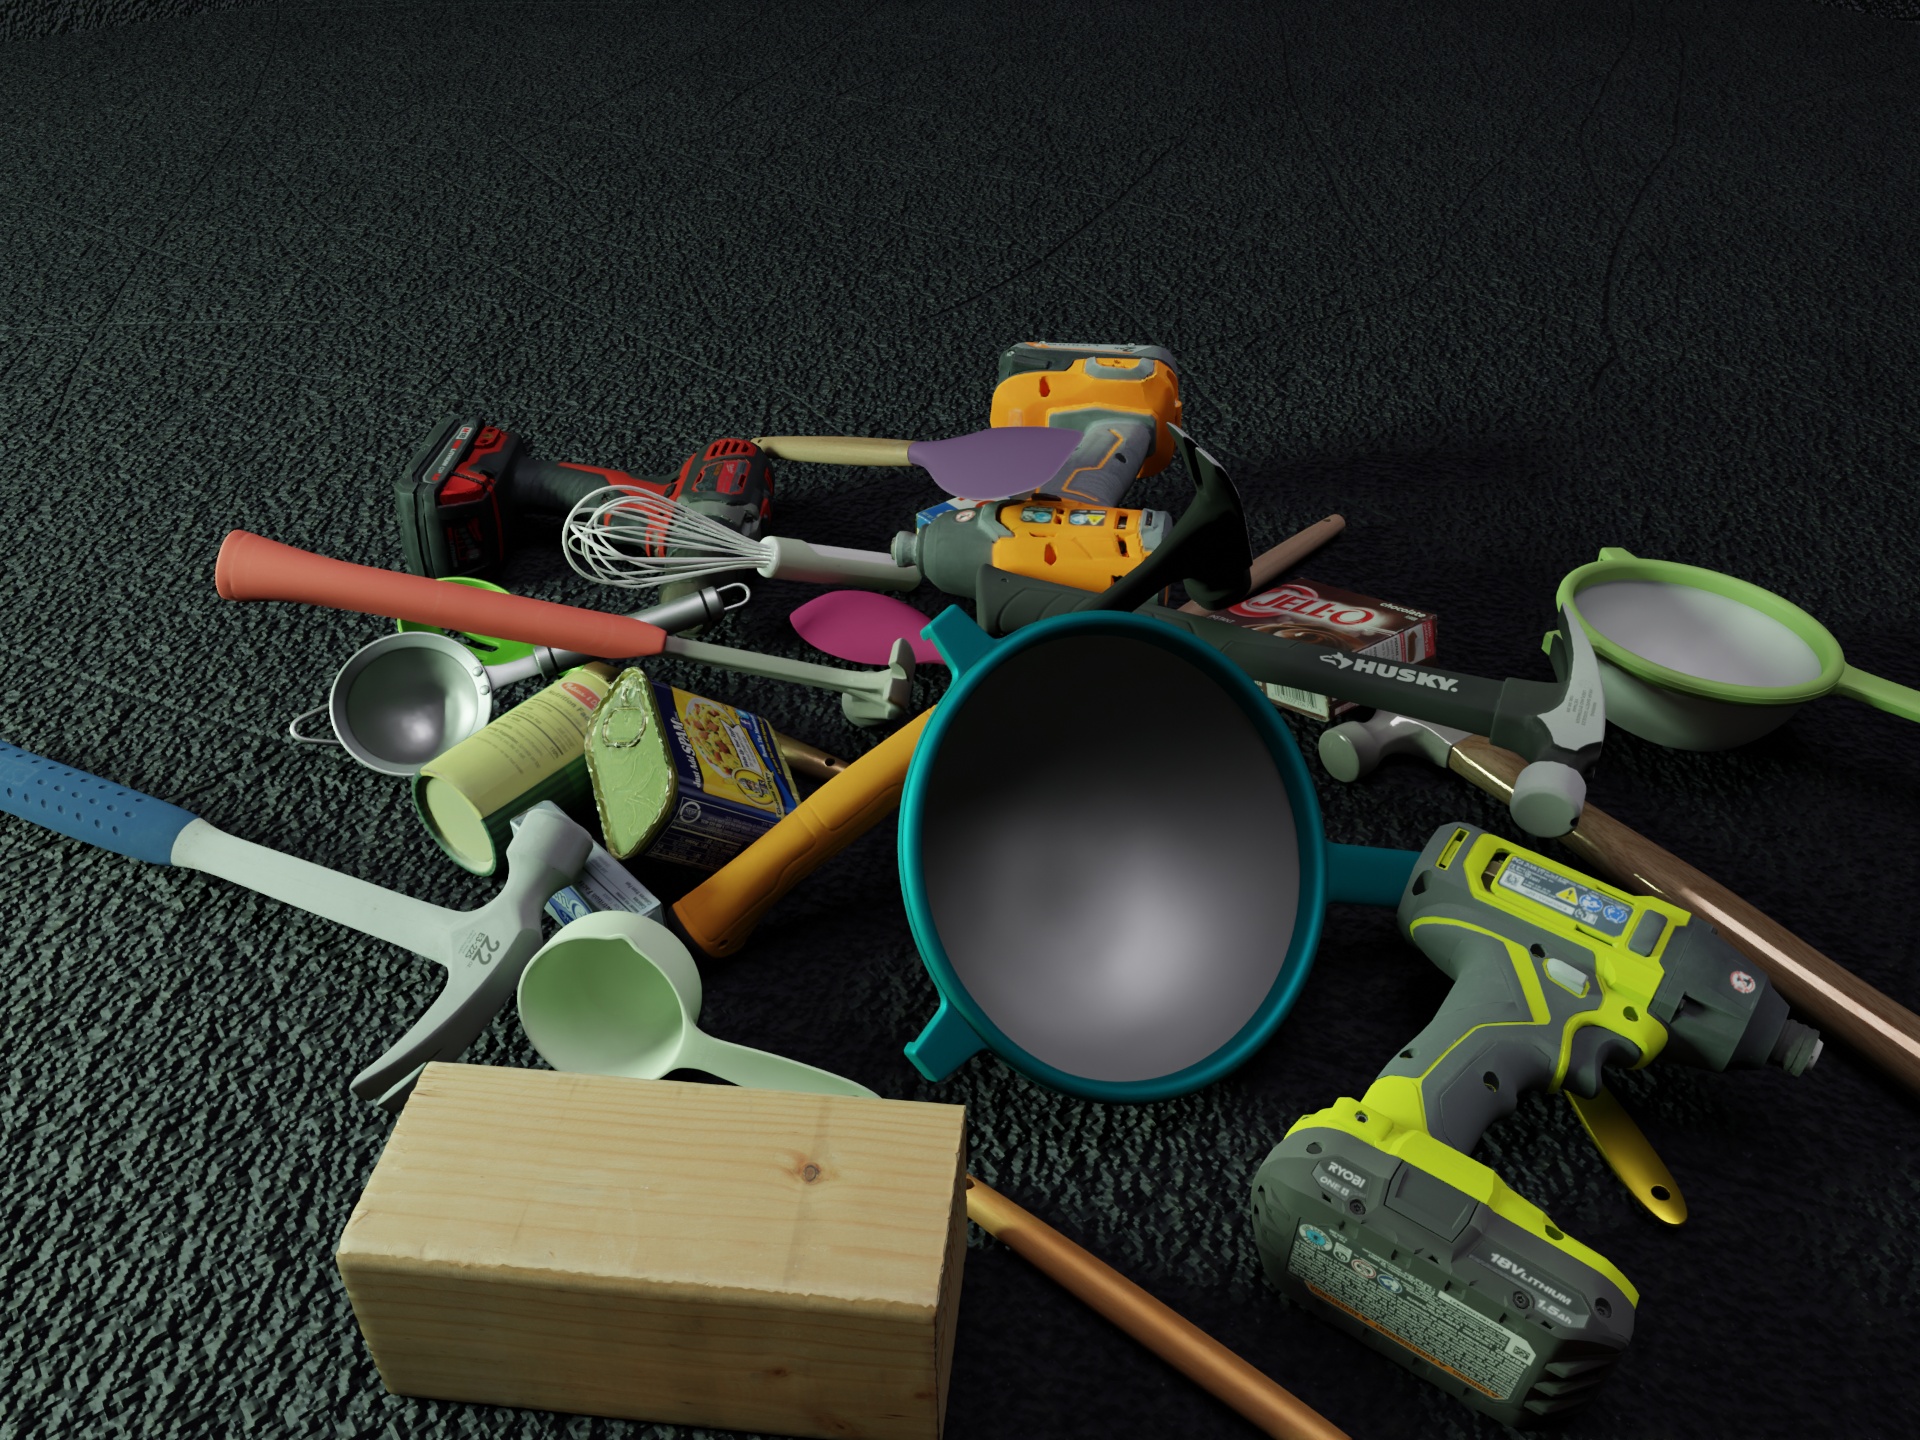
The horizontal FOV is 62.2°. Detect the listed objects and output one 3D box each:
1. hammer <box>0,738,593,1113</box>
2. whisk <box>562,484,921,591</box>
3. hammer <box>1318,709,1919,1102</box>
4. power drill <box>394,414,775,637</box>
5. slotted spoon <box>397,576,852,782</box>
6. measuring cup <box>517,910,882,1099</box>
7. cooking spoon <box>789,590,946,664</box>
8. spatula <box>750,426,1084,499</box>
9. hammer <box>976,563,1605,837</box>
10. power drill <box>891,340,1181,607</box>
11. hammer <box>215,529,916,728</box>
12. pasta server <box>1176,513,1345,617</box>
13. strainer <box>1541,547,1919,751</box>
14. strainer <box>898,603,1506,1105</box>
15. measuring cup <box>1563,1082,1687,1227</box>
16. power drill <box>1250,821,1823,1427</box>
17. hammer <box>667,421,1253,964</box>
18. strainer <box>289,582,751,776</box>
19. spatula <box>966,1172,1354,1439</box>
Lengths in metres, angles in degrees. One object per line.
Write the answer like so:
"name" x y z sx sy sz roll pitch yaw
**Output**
"hammer" -0.374 0.067 0.777 0.406 0.035 0.144 14 63 25
"whisk" -0.121 -0.099 0.946 0.246 0.059 0.058 3 25 -40
"hammer" 0.341 0.073 0.790 0.130 0.031 0.332 -23 43 -26
"power drill" -0.237 -0.121 1.017 0.226 0.080 0.188 4 38 0
"slotted spoon" -0.195 -0.018 0.918 0.314 0.031 0.070 20 54 21
"measuring cup" -0.108 0.135 0.696 0.167 0.083 0.038 20 22 0
"cooking spoon" 0.024 -0.028 0.867 0.319 0.017 0.069 21 41 38
"spatula" -0.044 -0.164 0.986 0.316 0.018 0.060 15 61 50
"hammer" 0.161 -0.036 0.830 0.335 0.035 0.146 14 43 20
"power drill" 0.054 -0.149 0.981 0.164 0.084 0.227 4 41 10
"hammer" -0.202 -0.049 0.825 0.359 0.037 0.149 11 -7 -4
"pasta server" 0.145 -0.073 0.978 0.060 0.040 0.316 23 41 39
"strainer" 0.447 -0.009 0.869 0.256 0.069 0.151 24 37 22
"strainer" 0.110 0.070 0.741 0.340 0.211 0.095 7 -13 -26
"measuring cup" 0.272 0.149 0.690 0.062 0.029 0.157 -7 36 -8
"power drill" 0.229 0.150 0.631 0.171 0.080 0.223 25 50 25
"hammer" -0.001 -0.002 0.755 0.337 0.127 0.034 -38 60 -4
"strainer" -0.240 -0.029 0.894 0.258 0.050 0.087 -20 73 -10
"spatula" 0.115 0.241 0.563 0.323 0.041 0.081 26 45 32
